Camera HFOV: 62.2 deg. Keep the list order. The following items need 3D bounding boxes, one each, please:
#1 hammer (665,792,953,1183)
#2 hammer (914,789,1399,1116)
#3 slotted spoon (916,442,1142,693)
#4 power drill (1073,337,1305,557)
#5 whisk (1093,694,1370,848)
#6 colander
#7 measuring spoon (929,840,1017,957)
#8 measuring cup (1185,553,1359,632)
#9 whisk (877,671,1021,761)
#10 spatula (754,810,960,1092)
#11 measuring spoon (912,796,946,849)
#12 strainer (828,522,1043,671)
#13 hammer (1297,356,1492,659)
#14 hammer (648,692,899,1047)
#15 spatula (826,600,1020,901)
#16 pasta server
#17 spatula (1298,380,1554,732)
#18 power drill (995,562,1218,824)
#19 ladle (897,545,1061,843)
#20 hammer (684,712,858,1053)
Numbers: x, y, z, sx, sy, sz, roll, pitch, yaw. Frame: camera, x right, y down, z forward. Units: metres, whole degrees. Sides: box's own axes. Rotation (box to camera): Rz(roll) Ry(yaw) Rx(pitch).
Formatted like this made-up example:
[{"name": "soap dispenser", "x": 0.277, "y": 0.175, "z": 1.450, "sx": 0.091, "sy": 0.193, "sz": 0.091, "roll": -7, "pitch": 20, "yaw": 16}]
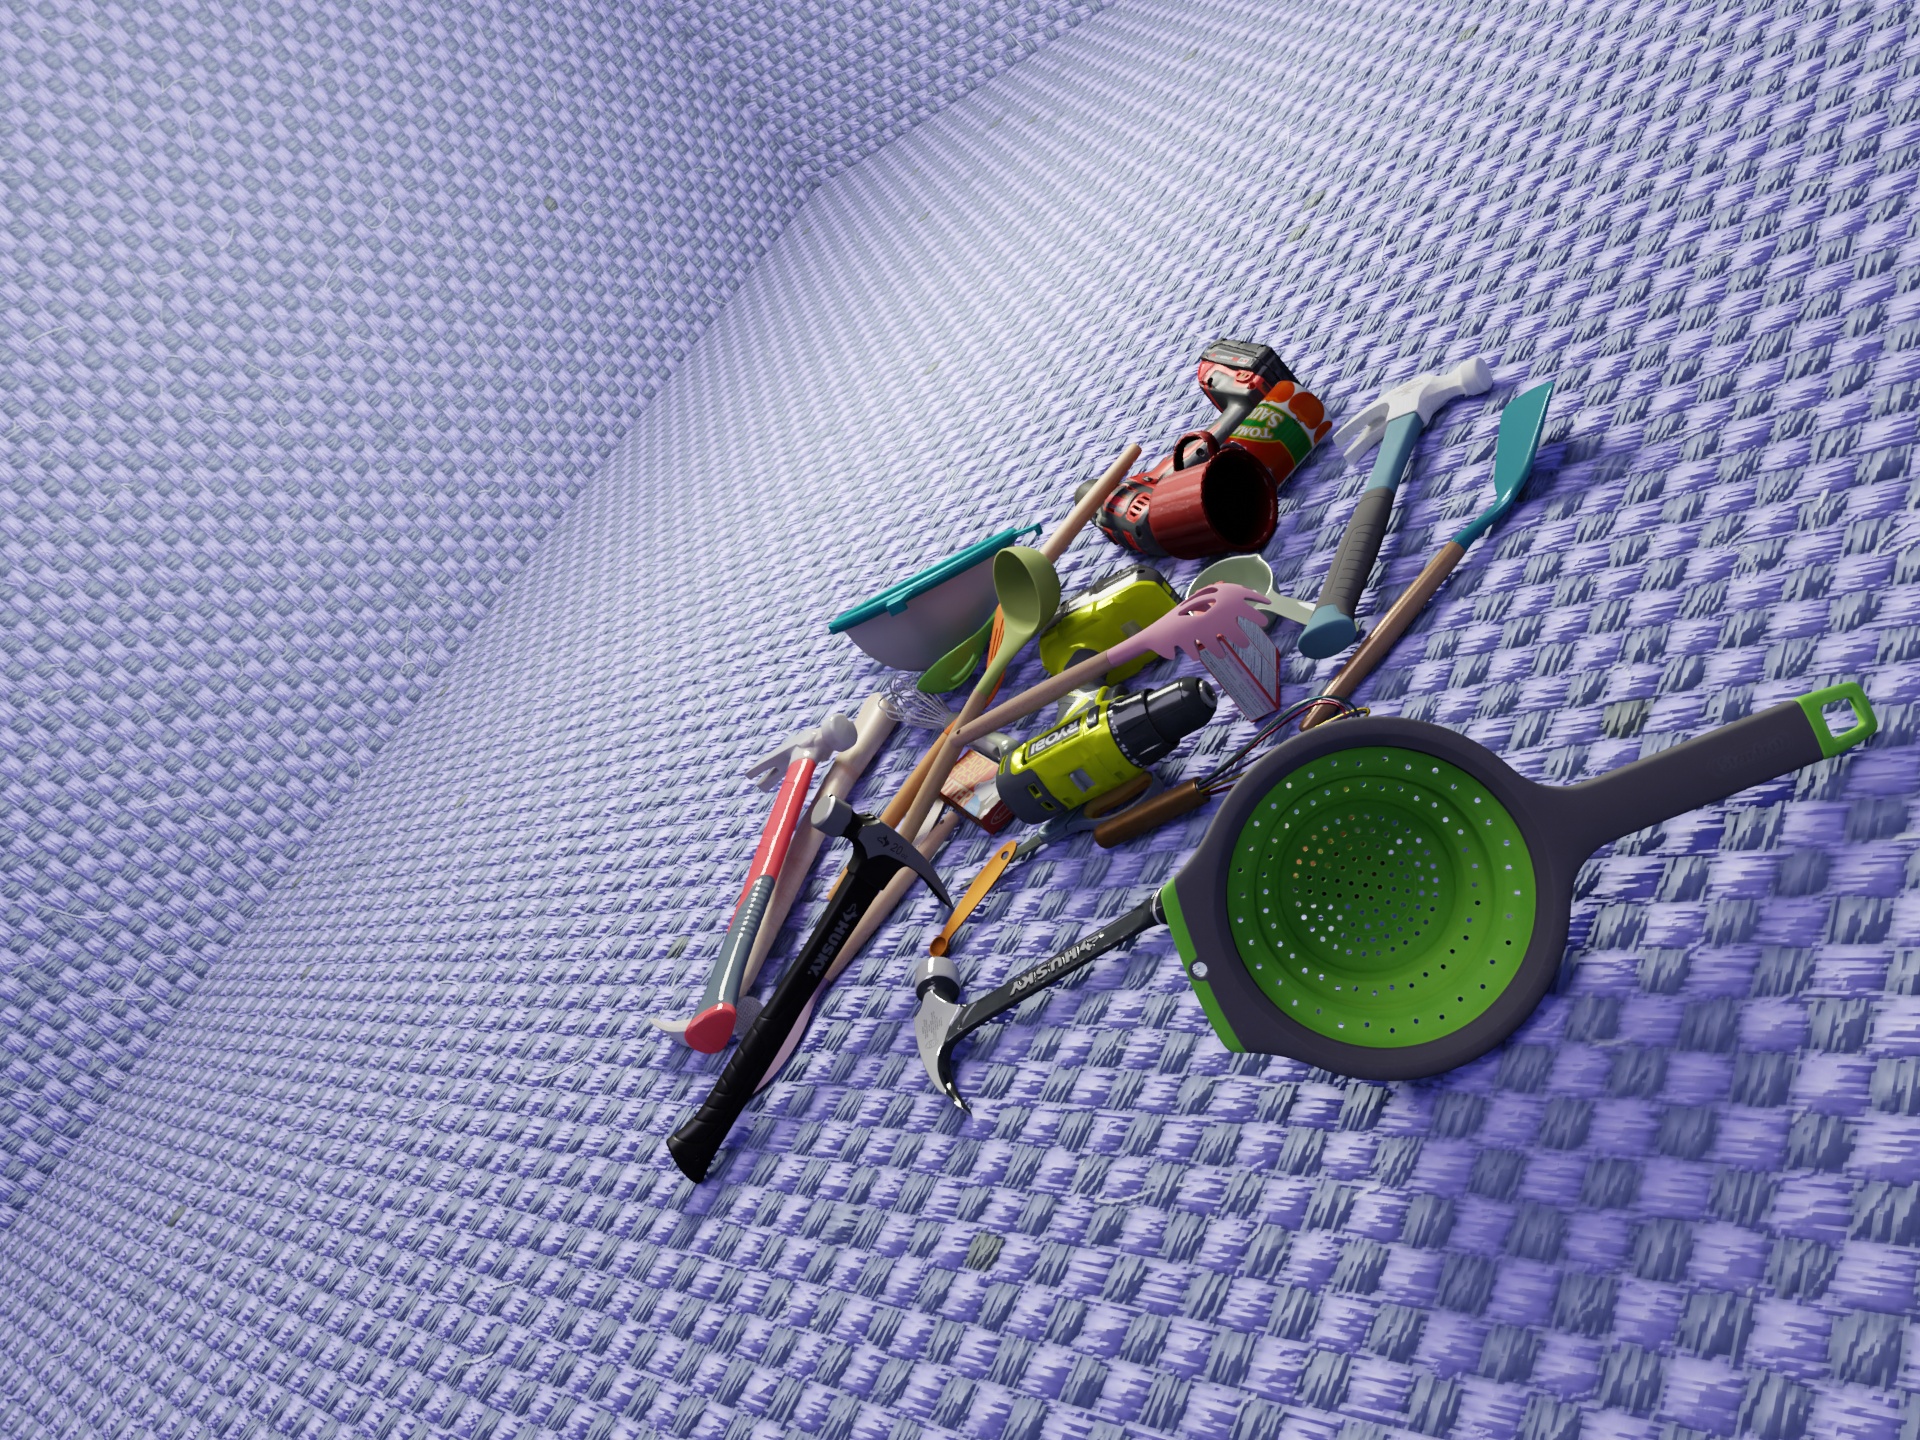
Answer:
[{"name": "hammer", "x": -0.138, "y": 0.234, "z": 1.318, "sx": 0.335, "sy": 0.146, "sz": 0.035, "roll": -58, "pitch": 27, "yaw": -2}, {"name": "hammer", "x": 0.130, "y": 0.144, "z": 1.139, "sx": 0.409, "sy": 0.036, "sz": 0.149, "roll": -34, "pitch": 30, "yaw": 20}, {"name": "slotted spoon", "x": 0.070, "y": -0.142, "z": 1.518, "sx": 0.314, "sy": 0.031, "sz": 0.070, "roll": -50, "pitch": -15, "yaw": -1}, {"name": "power drill", "x": 0.214, "y": -0.263, "z": 1.555, "sx": 0.226, "sy": 0.080, "sz": 0.188, "roll": -48, "pitch": 27, "yaw": -1}, {"name": "whisk", "x": 0.196, "y": 0.043, "z": 1.183, "sx": 0.245, "sy": 0.051, "sz": 0.047, "roll": -29, "pitch": 36, "yaw": 33}, {"name": "colander", "x": 0.316, "y": 0.069, "z": 0.921, "sx": 0.397, "sy": 0.204, "sz": 0.094, "roll": -23, "pitch": -4, "yaw": 8}, {"name": "measuring spoon", "x": 0.013, "y": 0.148, "z": 1.308, "sx": 0.117, "sy": 0.011, "sz": 0.021, "roll": -54, "pitch": 37, "yaw": -6}, {"name": "measuring cup", "x": 0.259, "y": -0.084, "z": 1.293, "sx": 0.168, "sy": 0.038, "sz": 0.083, "roll": 25, "pitch": 67, "yaw": 45}, {"name": "whisk", "x": -0.010, "y": 0.002, "z": 1.523, "sx": 0.059, "sy": 0.057, "sz": 0.246, "roll": -21, "pitch": 23, "yaw": -23}, {"name": "spatula", "x": -0.102, "y": 0.205, "z": 1.391, "sx": 0.316, "sy": 0.018, "sz": 0.060, "roll": -51, "pitch": 34, "yaw": -10}, {"name": "measuring spoon", "x": -0.035, "y": 0.093, "z": 1.455, "sx": 0.034, "sy": 0.018, "sz": 0.124, "roll": -7, "pitch": 46, "yaw": 50}, {"name": "strainer", "x": -0.047, "y": -0.098, "z": 1.661, "sx": 0.211, "sy": 0.095, "sz": 0.340, "roll": -31, "pitch": 7, "yaw": -28}, {"name": "hammer", "x": 0.335, "y": -0.172, "z": 1.282, "sx": 0.128, "sy": 0.033, "sz": 0.331, "roll": -16, "pitch": 35, "yaw": 44}, {"name": "hammer", "x": -0.165, "y": 0.137, "z": 1.557, "sx": 0.146, "sy": 0.038, "sz": 0.411, "roll": -16, "pitch": 38, "yaw": 45}, {"name": "spatula", "x": -0.031, "y": 0.029, "z": 1.453, "sx": 0.322, "sy": 0.041, "sz": 0.081, "roll": -54, "pitch": 12, "yaw": -1}, {"name": "pasta server", "x": 0.105, "y": -0.034, "z": 1.244, "sx": 0.316, "sy": 0.040, "sz": 0.060, "roll": -28, "pitch": 31, "yaw": 41}, {"name": "spatula", "x": 0.348, "y": -0.118, "z": 1.195, "sx": 0.317, "sy": 0.044, "sz": 0.082, "roll": -50, "pitch": 4, "yaw": -6}, {"name": "power drill", "x": 0.130, "y": -0.029, "z": 1.314, "sx": 0.190, "sy": 0.080, "sz": 0.229, "roll": -29, "pitch": 27, "yaw": 29}, {"name": "ladle", "x": -0.002, "y": -0.004, "z": 1.395, "sx": 0.078, "sy": 0.062, "sz": 0.320, "roll": 40, "pitch": 105, "yaw": 50}, {"name": "hammer", "x": -0.196, "y": 0.153, "z": 1.493, "sx": 0.143, "sy": 0.038, "sz": 0.387, "roll": -30, "pitch": 29, "yaw": 33}]
